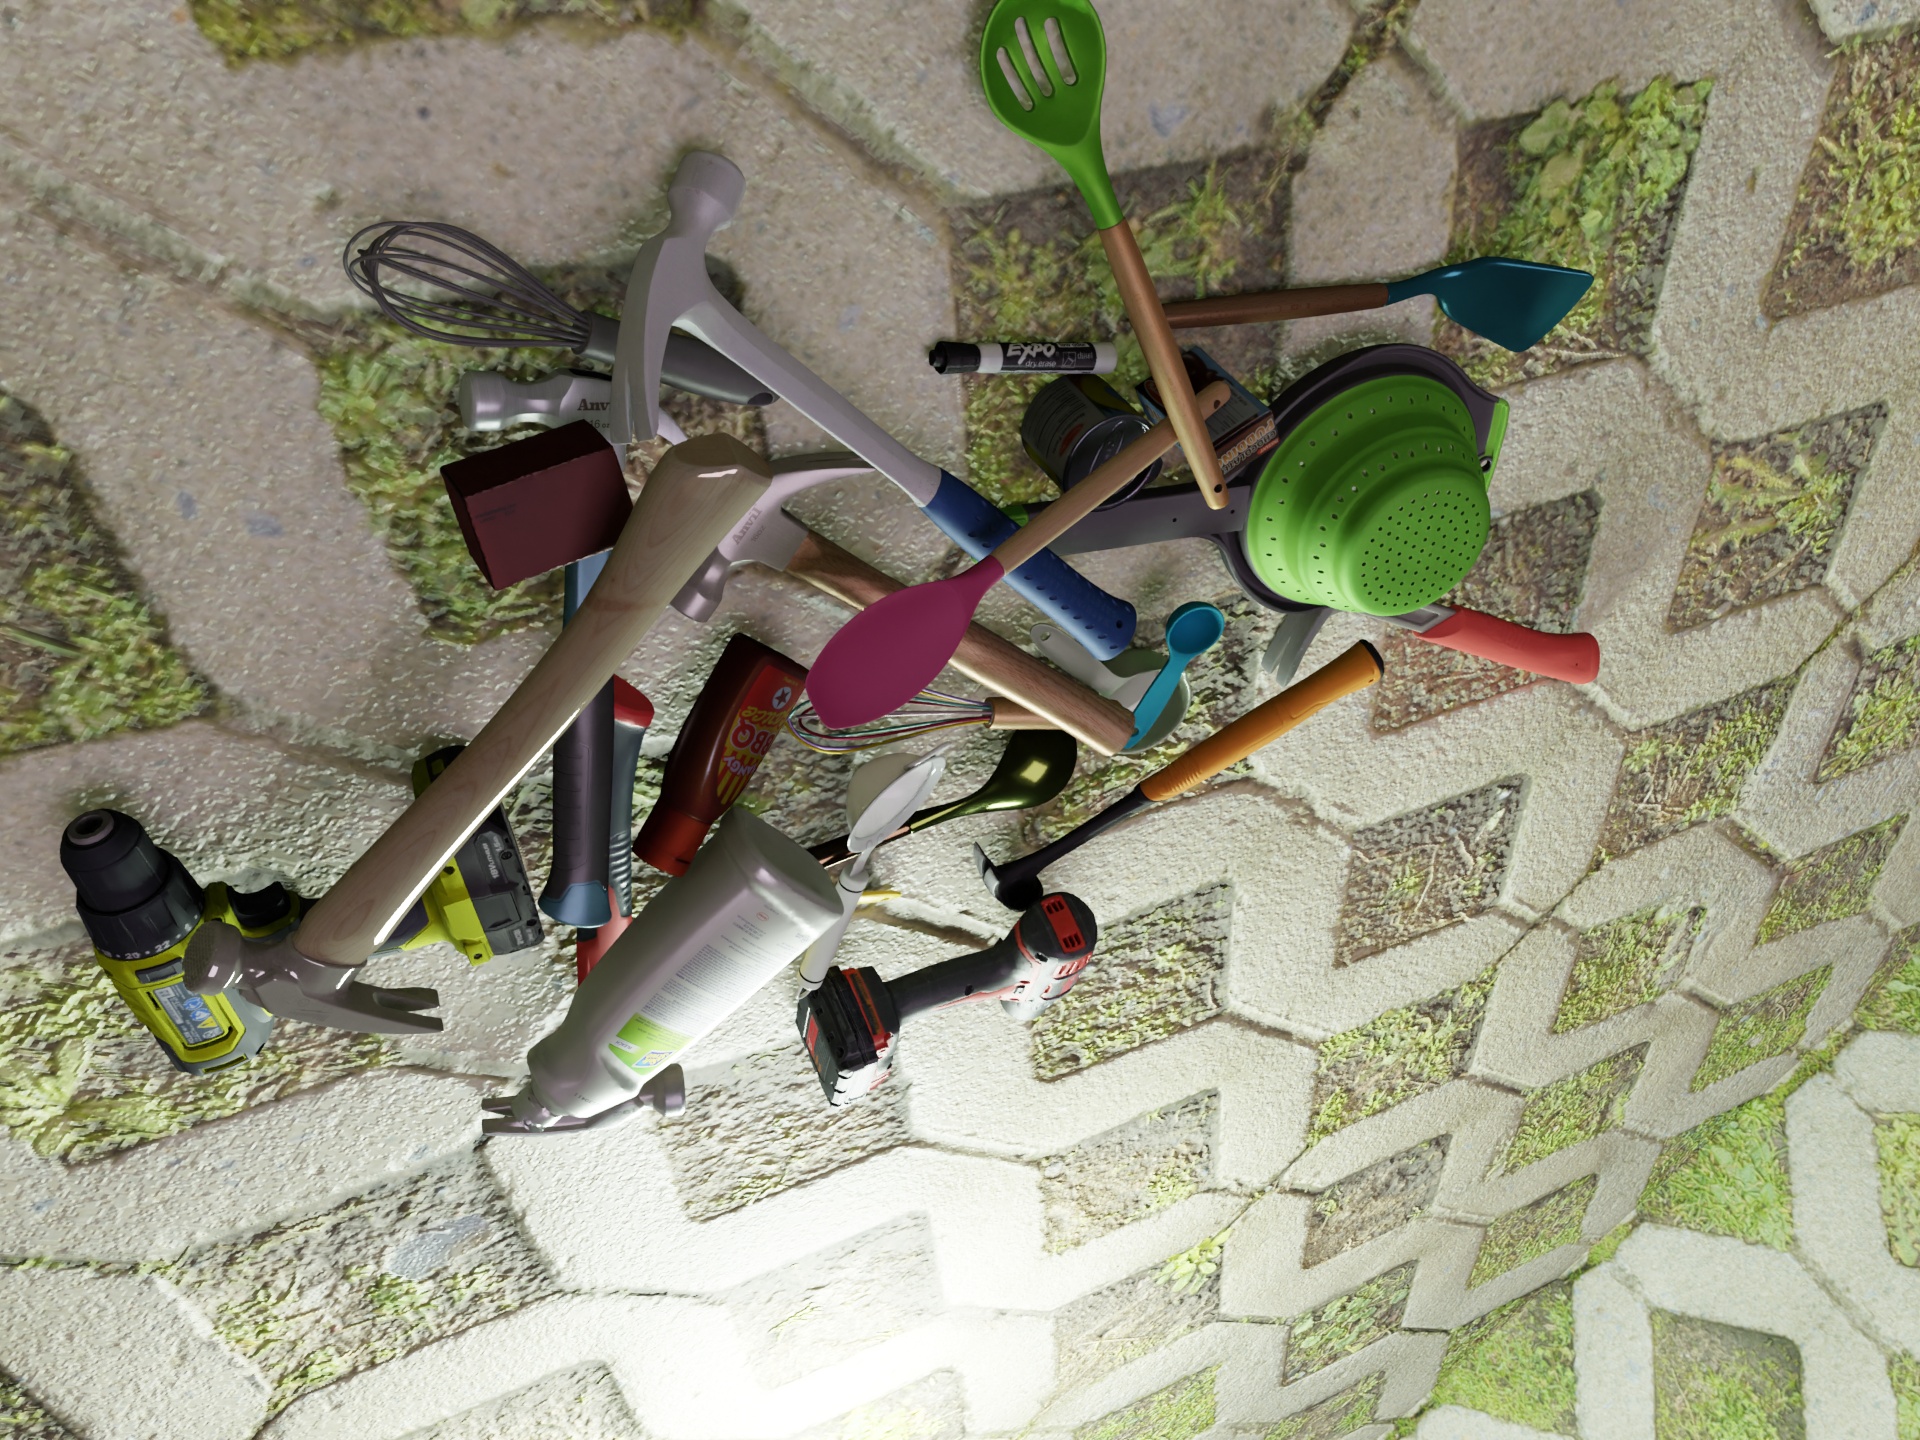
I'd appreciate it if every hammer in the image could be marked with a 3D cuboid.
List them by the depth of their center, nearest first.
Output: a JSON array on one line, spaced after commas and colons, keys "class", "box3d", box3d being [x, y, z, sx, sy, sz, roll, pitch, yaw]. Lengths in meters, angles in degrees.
[{"class": "hammer", "box3d": [-0.227, 0.019, 0.816, 0.146, 0.038, 0.410, 26, 117, -42]}, {"class": "hammer", "box3d": [-0.208, -0.029, 0.878, 0.128, 0.033, 0.330, -6, 119, -28]}, {"class": "hammer", "box3d": [-0.027, -0.130, 0.881, 0.405, 0.035, 0.144, 33, 70, -44]}, {"class": "hammer", "box3d": [-0.012, -0.058, 0.983, 0.331, 0.031, 0.130, 28, 105, -33]}, {"class": "hammer", "box3d": [-0.248, 0.134, 1.037, 0.143, 0.038, 0.386, -4, 128, -16]}, {"class": "hammer", "box3d": [0.163, 0.037, 1.177, 0.337, 0.034, 0.127, -32, 159, 3]}, {"class": "hammer", "box3d": [0.400, -0.066, 1.282, 0.358, 0.037, 0.149, 11, 121, -39]}]

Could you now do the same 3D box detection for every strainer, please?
[{"class": "strainer", "box3d": [-0.071, 0.100, 1.070, 0.087, 0.050, 0.258, -25, 146, -50]}]

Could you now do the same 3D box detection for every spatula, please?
[{"class": "spatula", "box3d": [0.250, -0.258, 1.003, 0.317, 0.044, 0.082, -11, 160, -22]}]

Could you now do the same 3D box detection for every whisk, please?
[{"class": "whisk", "box3d": [-0.184, -0.194, 0.783, 0.238, 0.055, 0.055, 9, 122, -43]}, {"class": "whisk", "box3d": [-0.002, -0.001, 1.054, 0.245, 0.047, 0.051, 1, 132, -23]}]

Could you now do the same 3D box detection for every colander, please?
[{"class": "colander", "box3d": [0.204, -0.124, 1.032, 0.397, 0.095, 0.204, -10, 130, -18]}]

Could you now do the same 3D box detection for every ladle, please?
[{"class": "ladle", "box3d": [-0.066, 0.072, 1.111, 0.320, 0.062, 0.078, -21, 149, -6]}]

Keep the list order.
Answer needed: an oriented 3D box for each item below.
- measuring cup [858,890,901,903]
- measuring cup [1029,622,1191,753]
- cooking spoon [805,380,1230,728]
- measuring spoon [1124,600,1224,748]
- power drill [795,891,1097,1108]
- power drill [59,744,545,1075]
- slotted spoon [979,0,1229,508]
[{"class": "measuring cup", "box3d": [-0.103, 0.142, 1.139, 0.156, 0.029, 0.062, -2, 157, -39]}, {"class": "measuring cup", "box3d": [0.096, -0.035, 1.115, 0.083, 0.038, 0.167, -46, 131, 13]}, {"class": "cooking spoon", "box3d": [0.039, -0.102, 0.900, 0.319, 0.017, 0.068, -39, 131, -17]}, {"class": "measuring spoon", "box3d": [0.139, -0.034, 1.105, 0.042, 0.021, 0.128, 8, 127, -28]}, {"class": "power drill", "box3d": [-0.009, 0.218, 1.232, 0.226, 0.080, 0.187, -19, 156, -18]}, {"class": "power drill", "box3d": [-0.370, 0.098, 0.904, 0.228, 0.080, 0.190, -18, 136, -15]}, {"class": "slotted spoon", "box3d": [0.089, -0.246, 0.864, 0.070, 0.031, 0.313, -31, 121, -4]}]
